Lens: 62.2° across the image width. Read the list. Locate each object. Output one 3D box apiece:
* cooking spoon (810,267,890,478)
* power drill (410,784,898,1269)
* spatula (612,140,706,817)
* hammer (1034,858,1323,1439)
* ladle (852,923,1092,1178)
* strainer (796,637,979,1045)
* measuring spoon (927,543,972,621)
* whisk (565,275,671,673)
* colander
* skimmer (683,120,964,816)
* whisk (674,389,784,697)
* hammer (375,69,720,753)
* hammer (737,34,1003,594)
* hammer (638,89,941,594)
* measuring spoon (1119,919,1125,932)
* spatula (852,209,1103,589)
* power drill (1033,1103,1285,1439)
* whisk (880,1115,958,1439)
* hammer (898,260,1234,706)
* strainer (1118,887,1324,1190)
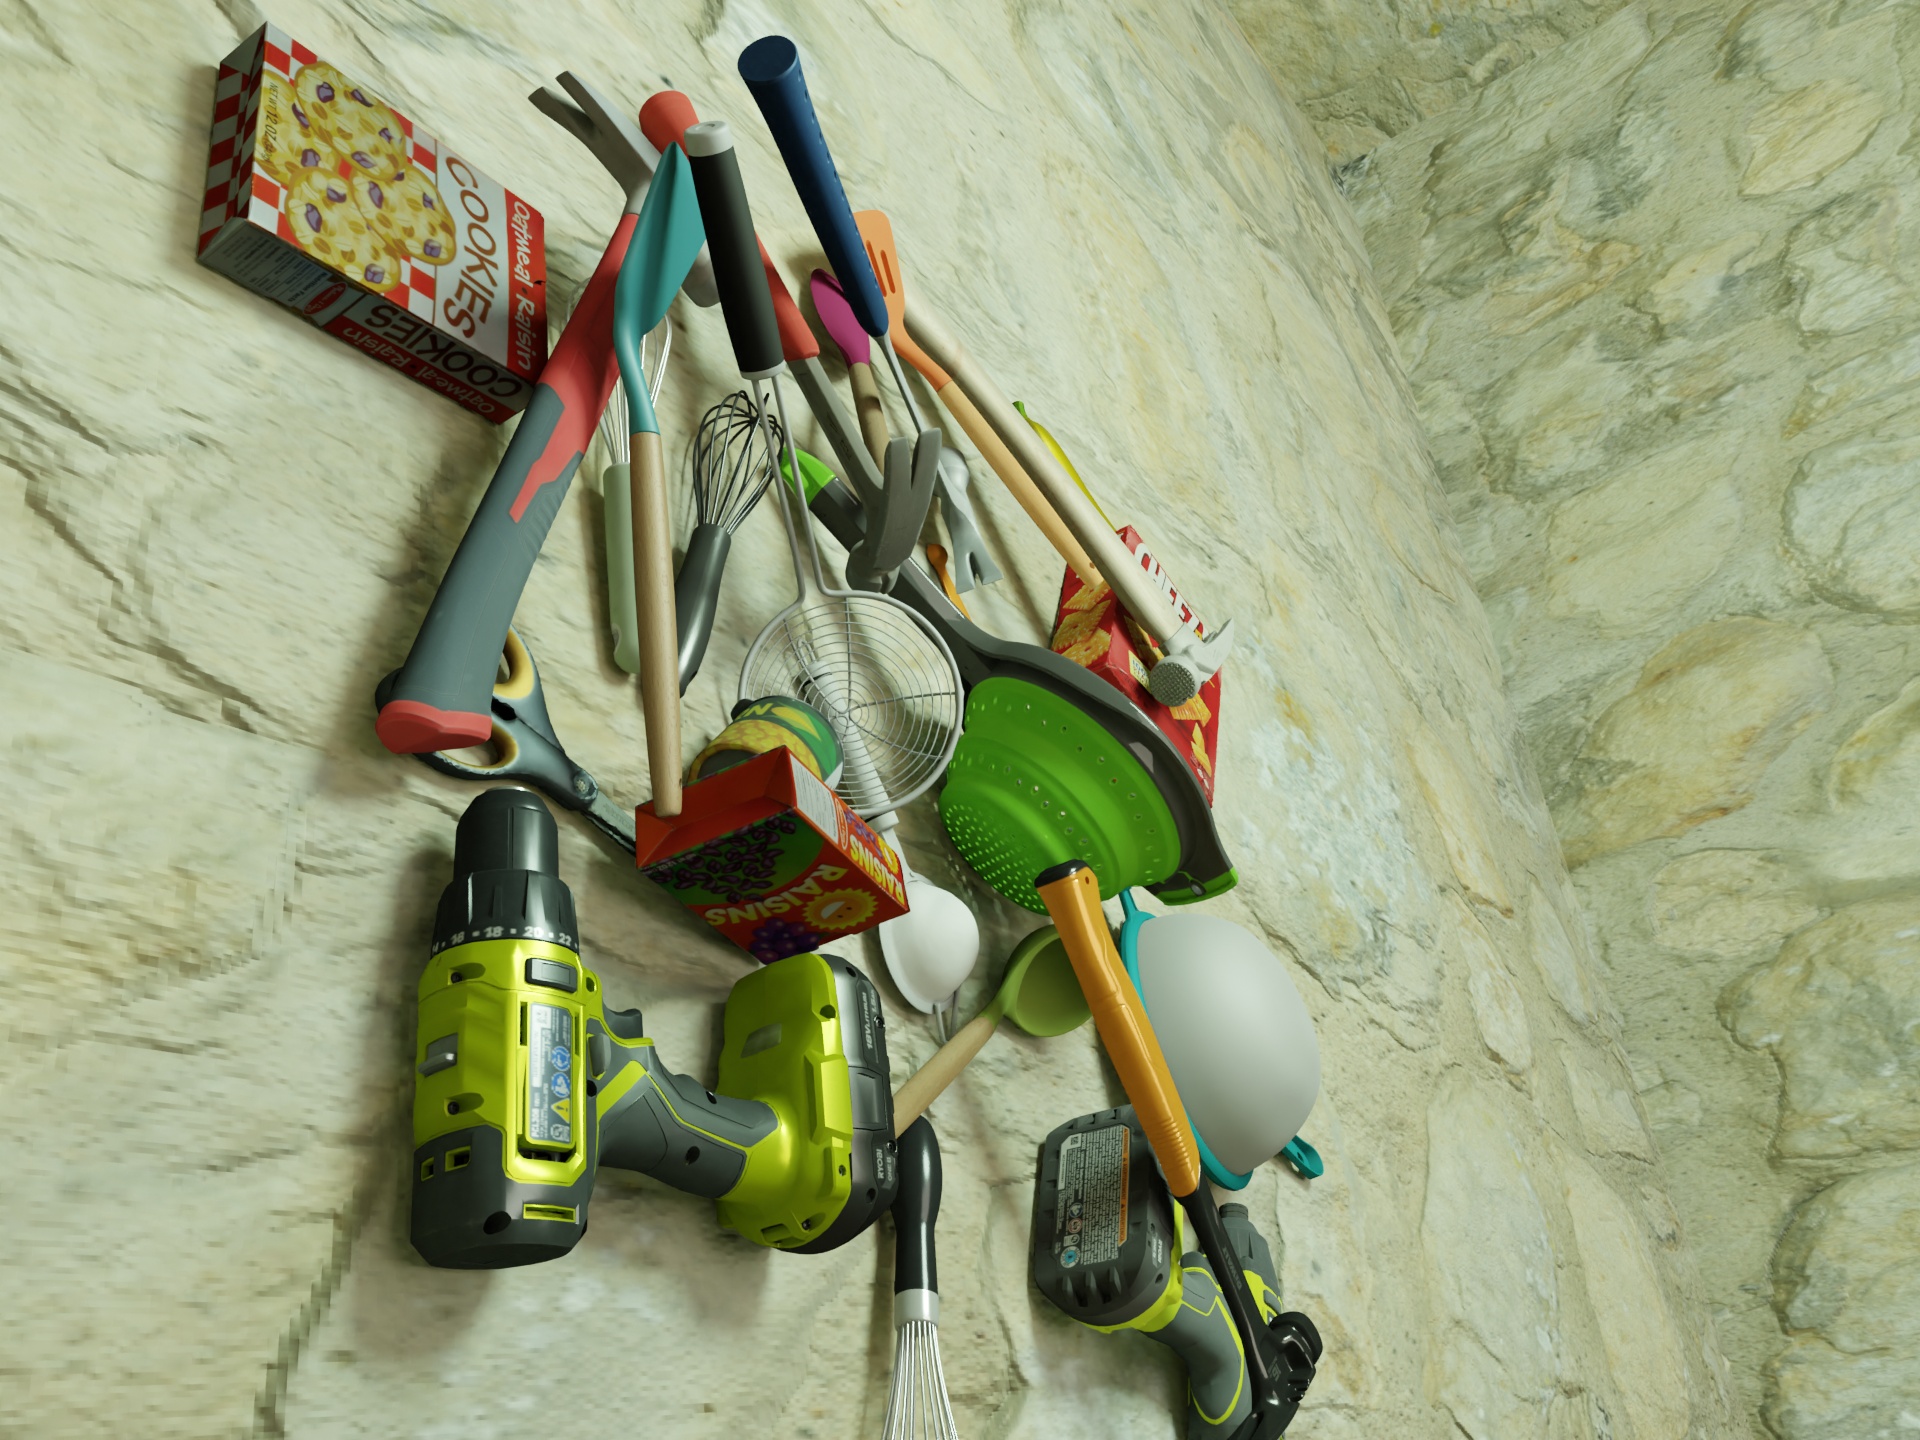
[{"bbox_3d":[-0.065,-0.223,1.076,0.068,0.017,0.319,43,22,-38],"label":"cooking spoon"},{"bbox_3d":[-0.133,0.140,0.694,0.228,0.080,0.191,26,48,-47],"label":"power drill"},{"bbox_3d":[-0.139,-0.112,0.759,0.082,0.044,0.318,70,15,-80],"label":"spatula"},{"bbox_3d":[0.117,0.241,0.916,0.127,0.034,0.337,-16,83,-62],"label":"hammer"},{"bbox_3d":[0.013,0.189,0.904,0.320,0.062,0.078,-27,134,-65],"label":"ladle"},{"bbox_3d":[-0.043,0.067,0.945,0.087,0.050,0.258,-16,79,-61],"label":"strainer"},{"bbox_3d":[0.005,-0.077,1.161,0.117,0.011,0.021,65,28,-2],"label":"measuring spoon"},{"bbox_3d":[-0.180,-0.140,0.859,0.059,0.057,0.246,1,68,-21],"label":"whisk"},{"bbox_3d":[-0.002,-0.003,1.008,0.397,0.204,0.094,47,66,-3],"label":"colander"},{"bbox_3d":[-0.081,-0.116,0.822,0.090,0.127,0.363,-123,-161,-53],"label":"skimmer"},{"bbox_3d":[-0.139,-0.104,0.900,0.055,0.055,0.239,44,39,-36],"label":"whisk"},{"bbox_3d":[-0.203,-0.151,0.758,0.143,0.038,0.387,45,41,-36],"label":"hammer"},{"bbox_3d":[-0.048,-0.240,1.006,0.405,0.035,0.144,63,9,-53],"label":"hammer"},{"bbox_3d":[-0.111,-0.253,0.957,0.036,0.149,0.359,-19,68,-22],"label":"hammer"},{"bbox_3d":[0.140,0.205,1.171,0.034,0.018,0.124,11,62,-57],"label":"measuring spoon"},{"bbox_3d":[0.009,-0.232,1.171,0.322,0.041,0.081,52,38,-2],"label":"spatula"},{"bbox_3d":[0.137,0.346,1.007,0.223,0.080,0.171,51,31,-33],"label":"power drill"},{"bbox_3d":[-0.022,0.320,0.773,0.070,0.070,0.285,42,31,-37],"label":"whisk"},{"bbox_3d":[0.069,-0.197,1.247,0.410,0.038,0.146,51,31,-2],"label":"hammer"},{"bbox_3d":[0.235,0.260,1.194,0.340,0.095,0.211,47,26,-40],"label":"strainer"}]
